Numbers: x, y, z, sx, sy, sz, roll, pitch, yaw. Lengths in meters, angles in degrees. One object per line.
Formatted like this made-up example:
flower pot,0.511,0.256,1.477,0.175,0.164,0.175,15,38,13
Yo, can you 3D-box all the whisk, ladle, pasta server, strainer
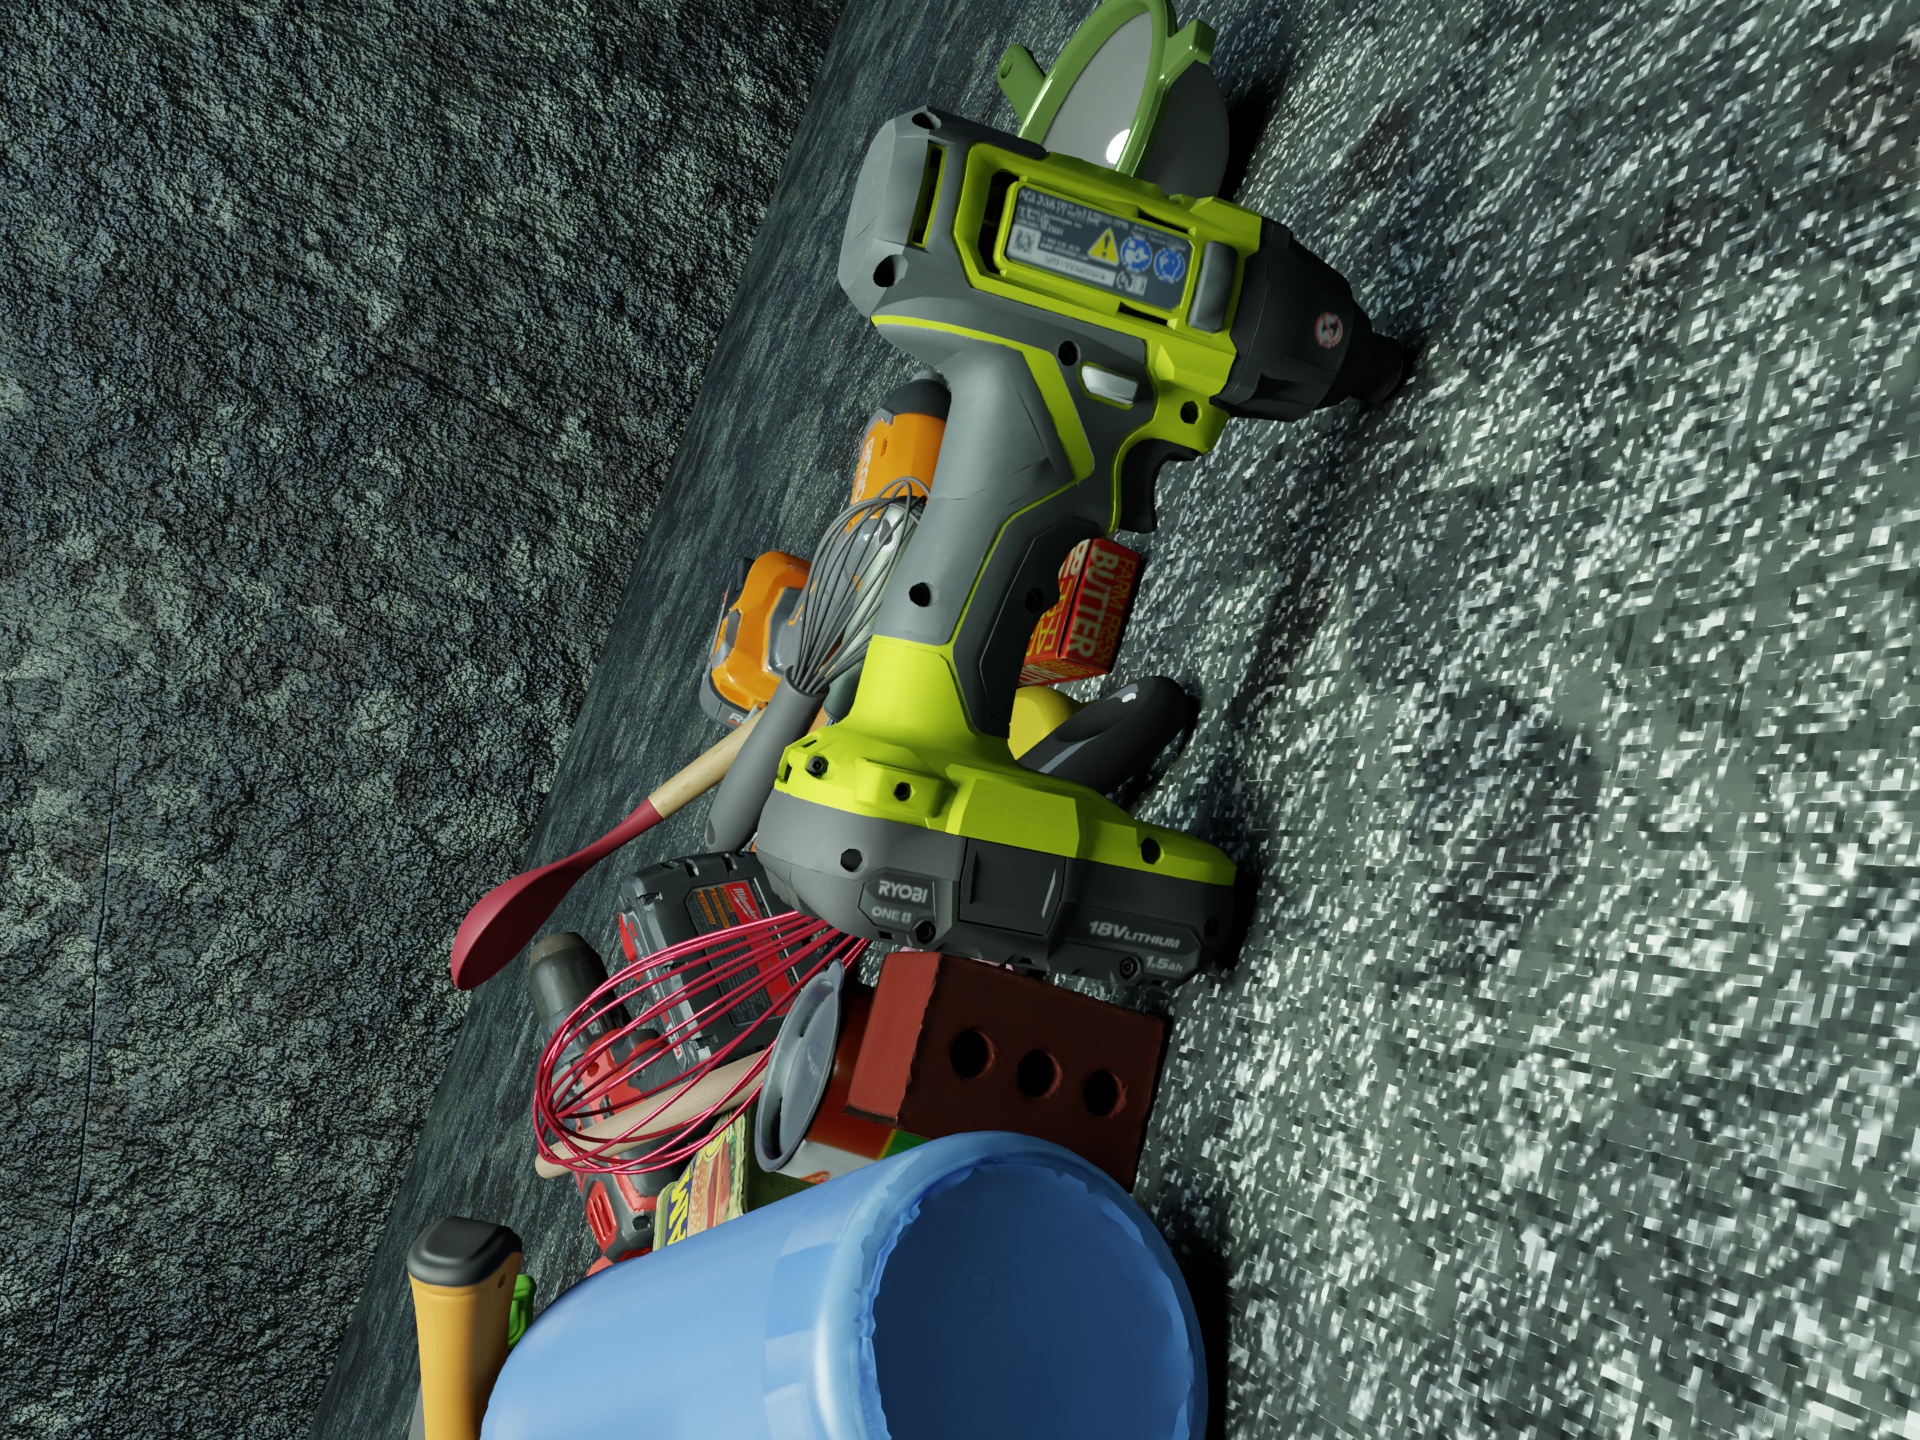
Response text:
whisk,-0.057,0.003,0.781,0.058,0.059,0.246,51,130,45
ladle,-0.136,0.031,0.824,0.315,0.031,0.069,-37,-12,-7
pasta server,-0.085,0.139,0.651,0.316,0.040,0.060,-29,28,34
whisk,-0.041,0.075,0.567,0.296,0.073,0.073,-36,27,13
strainer,0.065,-0.268,0.747,0.151,0.069,0.257,-59,24,27
whisk,-0.069,-0.015,0.731,0.238,0.055,0.055,-57,21,36

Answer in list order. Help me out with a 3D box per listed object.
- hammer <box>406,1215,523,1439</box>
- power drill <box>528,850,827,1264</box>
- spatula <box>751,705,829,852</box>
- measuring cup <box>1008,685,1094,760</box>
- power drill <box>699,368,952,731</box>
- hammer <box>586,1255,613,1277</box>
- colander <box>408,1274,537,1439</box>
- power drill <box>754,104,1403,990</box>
hammer,-0.174,0.331,0.568,0.127,0.034,0.336,-51,-34,-68
power drill,-0.159,0.154,0.818,0.226,0.080,0.188,-53,54,42
spatula,-0.088,0.055,0.864,0.081,0.041,0.322,-90,25,-51
measuring cup,-0.001,-0.002,0.633,0.157,0.029,0.062,31,91,51
power drill,-0.068,-0.099,0.948,0.226,0.084,0.164,-43,30,45
hammer,-0.150,0.309,0.715,0.359,0.036,0.149,-171,71,-76
colander,-0.210,0.383,0.663,0.095,0.204,0.396,47,130,35
power drill,0.036,-0.043,0.463,0.080,0.171,0.223,-168,90,-72
